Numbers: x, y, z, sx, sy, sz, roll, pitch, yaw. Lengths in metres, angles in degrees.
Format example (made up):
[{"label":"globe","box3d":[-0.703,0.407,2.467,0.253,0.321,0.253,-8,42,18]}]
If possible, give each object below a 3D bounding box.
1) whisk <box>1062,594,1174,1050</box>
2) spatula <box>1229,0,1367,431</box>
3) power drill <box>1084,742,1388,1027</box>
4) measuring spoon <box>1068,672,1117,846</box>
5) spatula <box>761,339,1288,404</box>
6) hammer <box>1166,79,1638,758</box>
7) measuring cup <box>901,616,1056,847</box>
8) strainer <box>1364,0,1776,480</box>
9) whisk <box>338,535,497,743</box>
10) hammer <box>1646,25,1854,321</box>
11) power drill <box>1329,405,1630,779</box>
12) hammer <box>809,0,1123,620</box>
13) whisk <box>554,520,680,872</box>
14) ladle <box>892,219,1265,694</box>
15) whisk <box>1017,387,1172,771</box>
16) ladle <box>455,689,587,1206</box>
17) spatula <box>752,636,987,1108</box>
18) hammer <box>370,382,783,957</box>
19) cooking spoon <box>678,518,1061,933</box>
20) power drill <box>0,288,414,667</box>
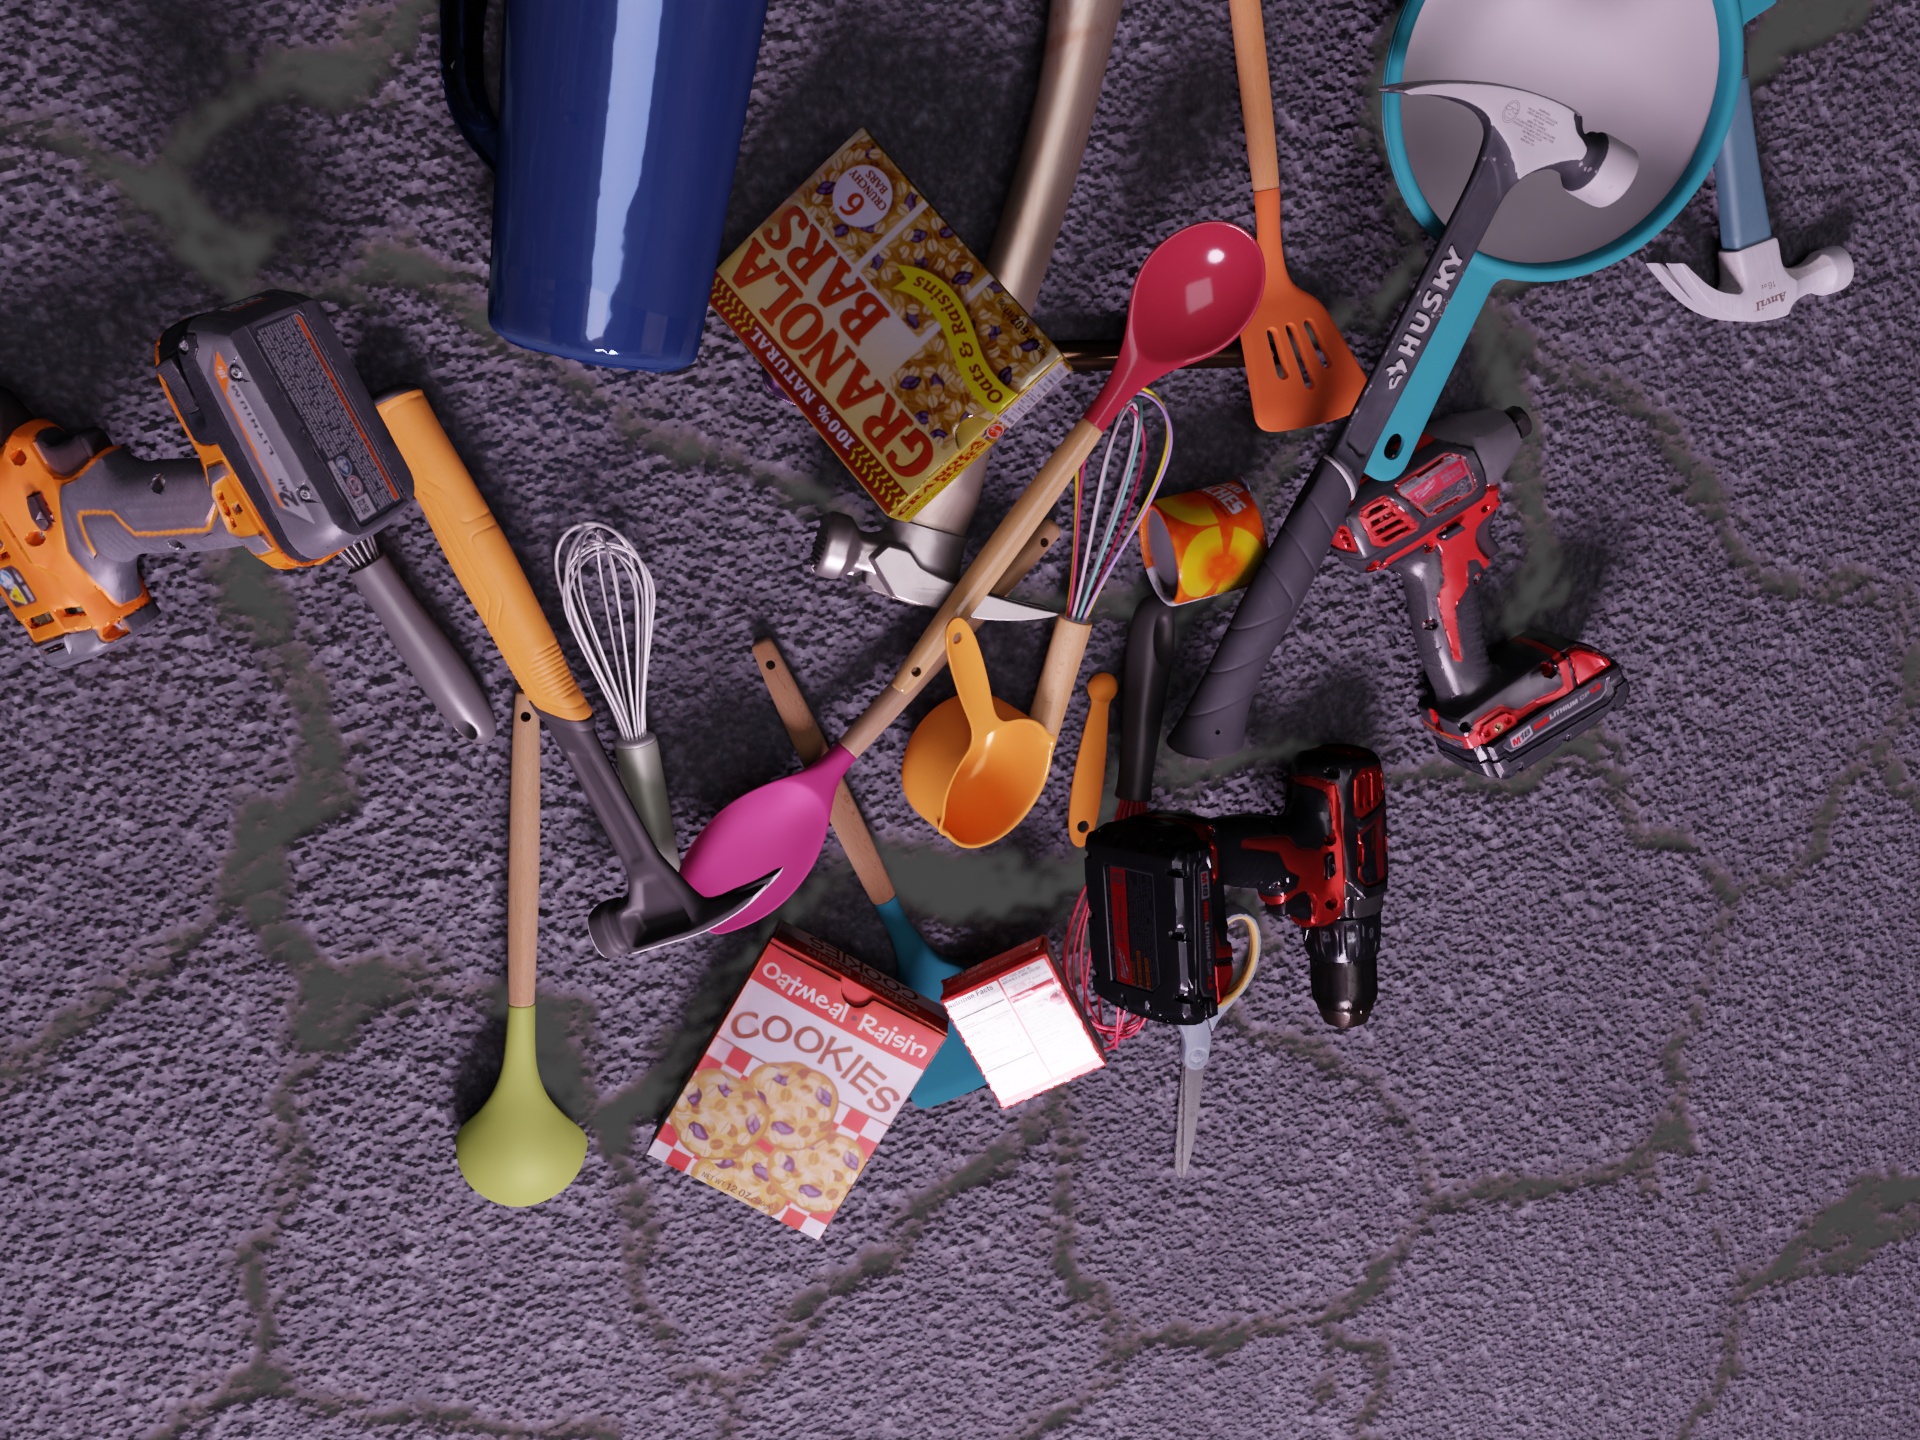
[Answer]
[{"label":"whisk","box3d":[0.107,0.067,1.007,0.073,0.073,0.296,3,99,-15]},{"label":"spatula","box3d":[0.178,-0.332,0.915,0.081,0.041,0.322,-16,108,-16]},{"label":"power drill","box3d":[0.187,0.123,0.993,0.226,0.080,0.188,-13,103,-38]},{"label":"measuring spoon","box3d":[0.085,0.027,1.012,0.021,0.011,0.117,3,105,-15]},{"label":"spatula","box3d":[0.042,-0.210,0.927,0.316,0.018,0.059,-4,106,-12]},{"label":"hammer","box3d":[0.220,-0.158,0.899,0.149,0.036,0.409,19,107,-20]},{"label":"measuring cup","box3d":[-0.001,-0.003,0.928,0.095,0.052,0.173,-37,137,-22]},{"label":"strainer","box3d":[0.303,-0.308,0.931,0.211,0.095,0.340,17,108,-16]},{"label":"whisk","box3d":[-0.316,-0.085,0.857,0.055,0.055,0.238,-29,116,-5]},{"label":"hammer","box3d":[0.467,-0.406,0.973,0.128,0.033,0.330,-22,110,-9]},{"label":"power drill","box3d":[0.329,-0.086,1.011,0.143,0.079,0.219,-33,109,-4]},{"label":"hammer","box3d":[0.042,-0.259,0.887,0.146,0.038,0.410,15,100,-17]},{"label":"whisk","box3d":[-0.191,0.004,0.920,0.059,0.058,0.246,2,112,21]},{"label":"ladle","box3d":[0.059,-0.143,0.888,0.069,0.031,0.315,36,94,-17]},{"label":"whisk","box3d":[0.072,-0.083,0.961,0.047,0.051,0.245,6,110,-27]},{"label":"ladle","box3d":[-0.260,0.139,0.947,0.078,0.062,0.320,2,99,-10]},{"label":"spatula","box3d":[-0.054,0.091,0.978,0.082,0.044,0.317,-25,110,-2]},{"label":"hammer","box3d":[-0.223,-0.028,0.866,0.127,0.034,0.336,-20,103,30]},{"label":"cooking spoon","box3d":[-0.050,-0.001,0.944,0.319,0.017,0.068,-47,113,-6]},{"label":"power drill","box3d":[-0.398,-0.128,0.767,0.226,0.084,0.164,-15,113,22]}]
